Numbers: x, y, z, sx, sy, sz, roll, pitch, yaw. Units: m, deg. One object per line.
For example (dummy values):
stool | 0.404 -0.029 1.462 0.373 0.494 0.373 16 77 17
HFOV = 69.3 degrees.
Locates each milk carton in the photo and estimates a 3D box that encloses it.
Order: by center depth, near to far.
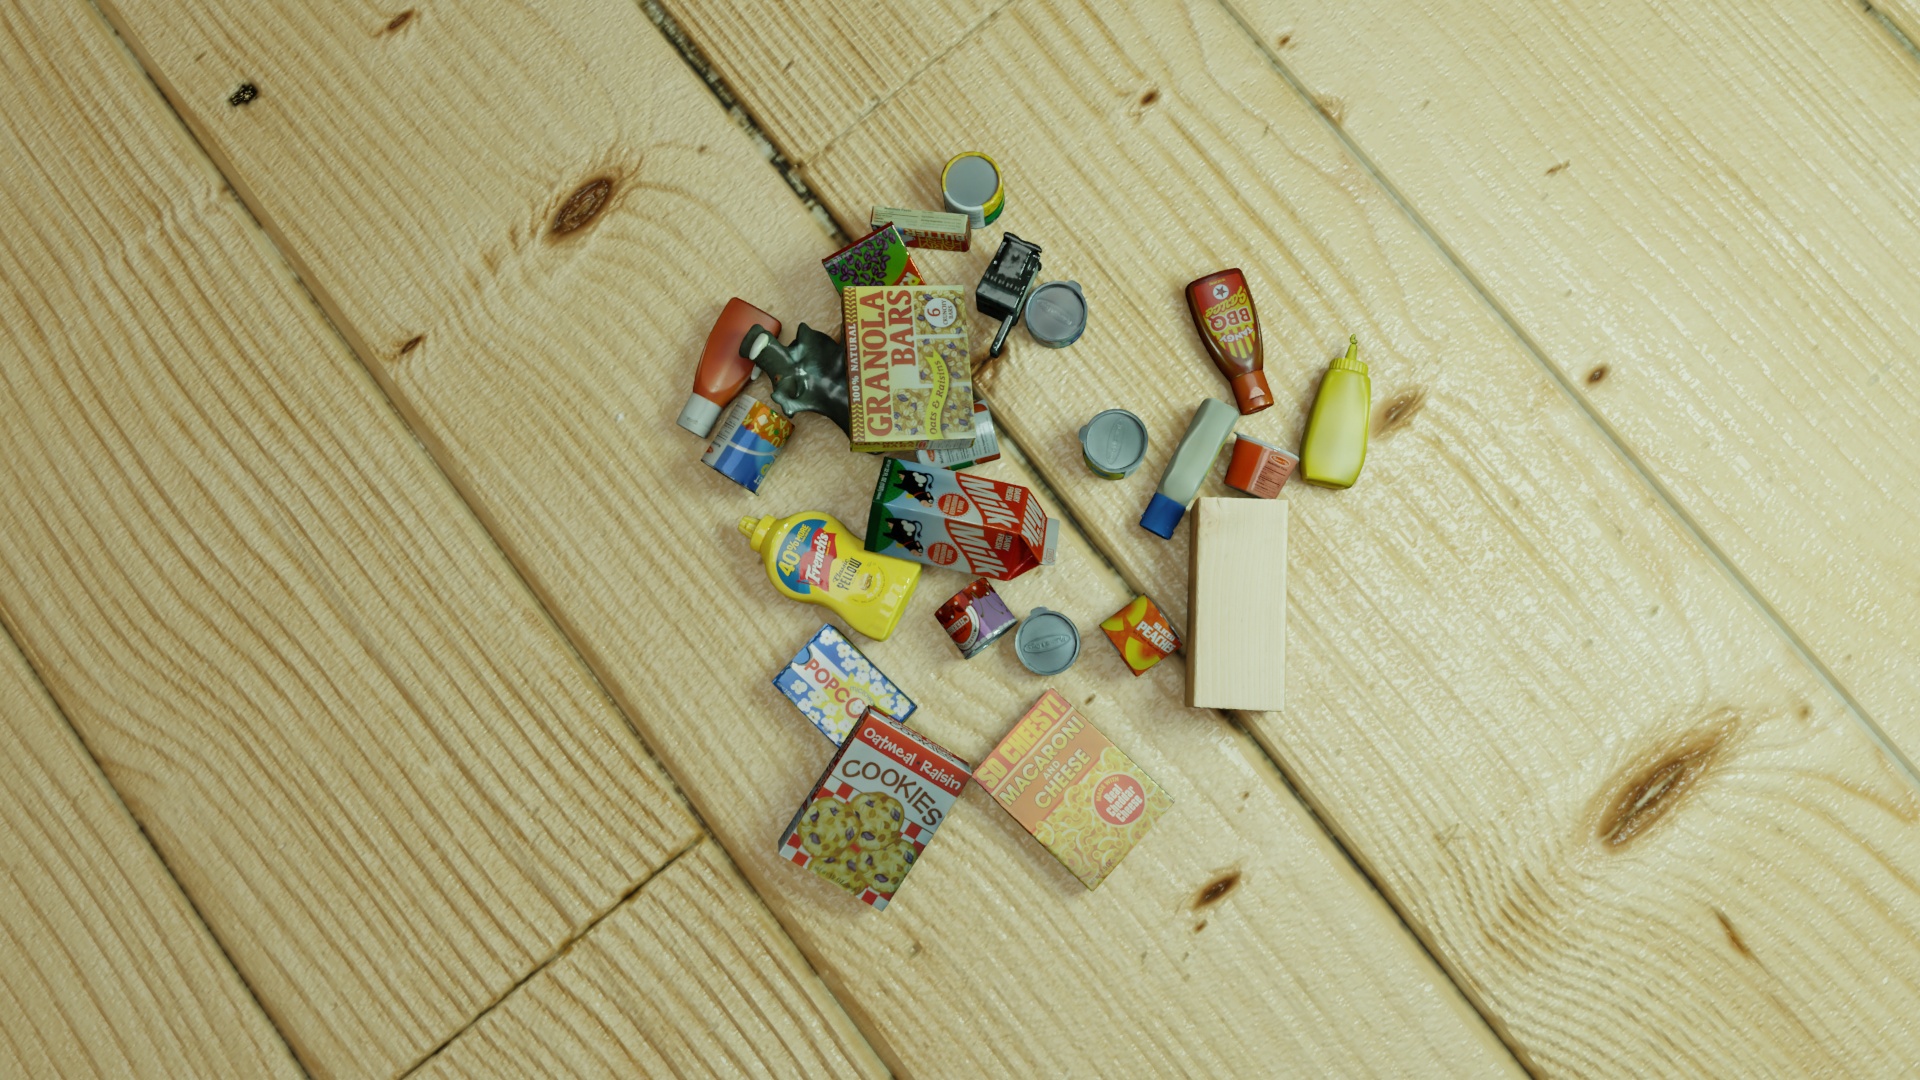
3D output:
milk carton | 0.005 -0.018 1.404 0.191 0.073 0.073 12 44 -1

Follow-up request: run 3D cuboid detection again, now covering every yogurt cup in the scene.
yogurt cup | 0.304 -0.072 1.415 0.072 0.072 0.054 23 94 6

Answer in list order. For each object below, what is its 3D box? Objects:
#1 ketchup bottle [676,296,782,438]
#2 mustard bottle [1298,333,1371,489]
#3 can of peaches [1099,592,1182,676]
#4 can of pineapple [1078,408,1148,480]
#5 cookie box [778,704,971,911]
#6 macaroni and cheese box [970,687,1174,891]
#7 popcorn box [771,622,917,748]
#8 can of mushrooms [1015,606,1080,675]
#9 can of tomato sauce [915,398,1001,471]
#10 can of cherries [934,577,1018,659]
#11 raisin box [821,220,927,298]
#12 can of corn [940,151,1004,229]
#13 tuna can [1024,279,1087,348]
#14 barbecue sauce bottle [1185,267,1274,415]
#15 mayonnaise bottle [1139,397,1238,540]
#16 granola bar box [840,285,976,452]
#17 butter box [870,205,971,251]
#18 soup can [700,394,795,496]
ketchup bottle | -0.250 -0.180 1.473 0.065 0.043 0.149 29 86 -1
mustard bottle | 0.391 -0.134 1.424 0.065 0.049 0.160 13 83 5
can of peaches | 0.182 0.096 1.398 0.058 0.071 0.071 -35 82 0
can of pineapple | 0.157 -0.099 1.430 0.071 0.058 0.071 0 83 4
cookie box | -0.085 0.266 1.385 0.123 0.040 0.167 33 92 -11
macaroni and cheese box | 0.112 0.249 1.399 0.166 0.040 0.124 43 88 7
popcorn box | -0.118 0.158 1.425 0.127 0.038 0.085 43 89 7
can of mushrooms | 0.089 0.103 1.422 0.071 0.033 0.071 0 83 4
can of tomato sauce | -0.006 -0.106 1.439 0.083 0.071 0.071 -15 83 1
can of cherries | 0.014 0.080 1.411 0.071 0.071 0.058 -36 82 -1
raisin box | -0.078 -0.257 1.449 0.086 0.040 0.123 -29 109 2
can of corn | 0.014 -0.374 1.472 0.071 0.058 0.071 0 83 3
tuna can | 0.102 -0.239 1.463 0.071 0.033 0.071 0 83 4
barbecue sauce bottle | 0.285 -0.205 1.442 0.065 0.043 0.148 -18 83 1
mayonnaise bottle | 0.233 -0.073 1.422 0.041 0.065 0.148 28 90 3
granola bar box | -0.053 -0.172 1.393 0.124 0.039 0.166 -2 74 -8
butter box | -0.041 -0.330 1.474 0.103 0.053 0.024 6 81 4
soup can | -0.219 -0.099 1.451 0.071 0.071 0.084 31 86 7
